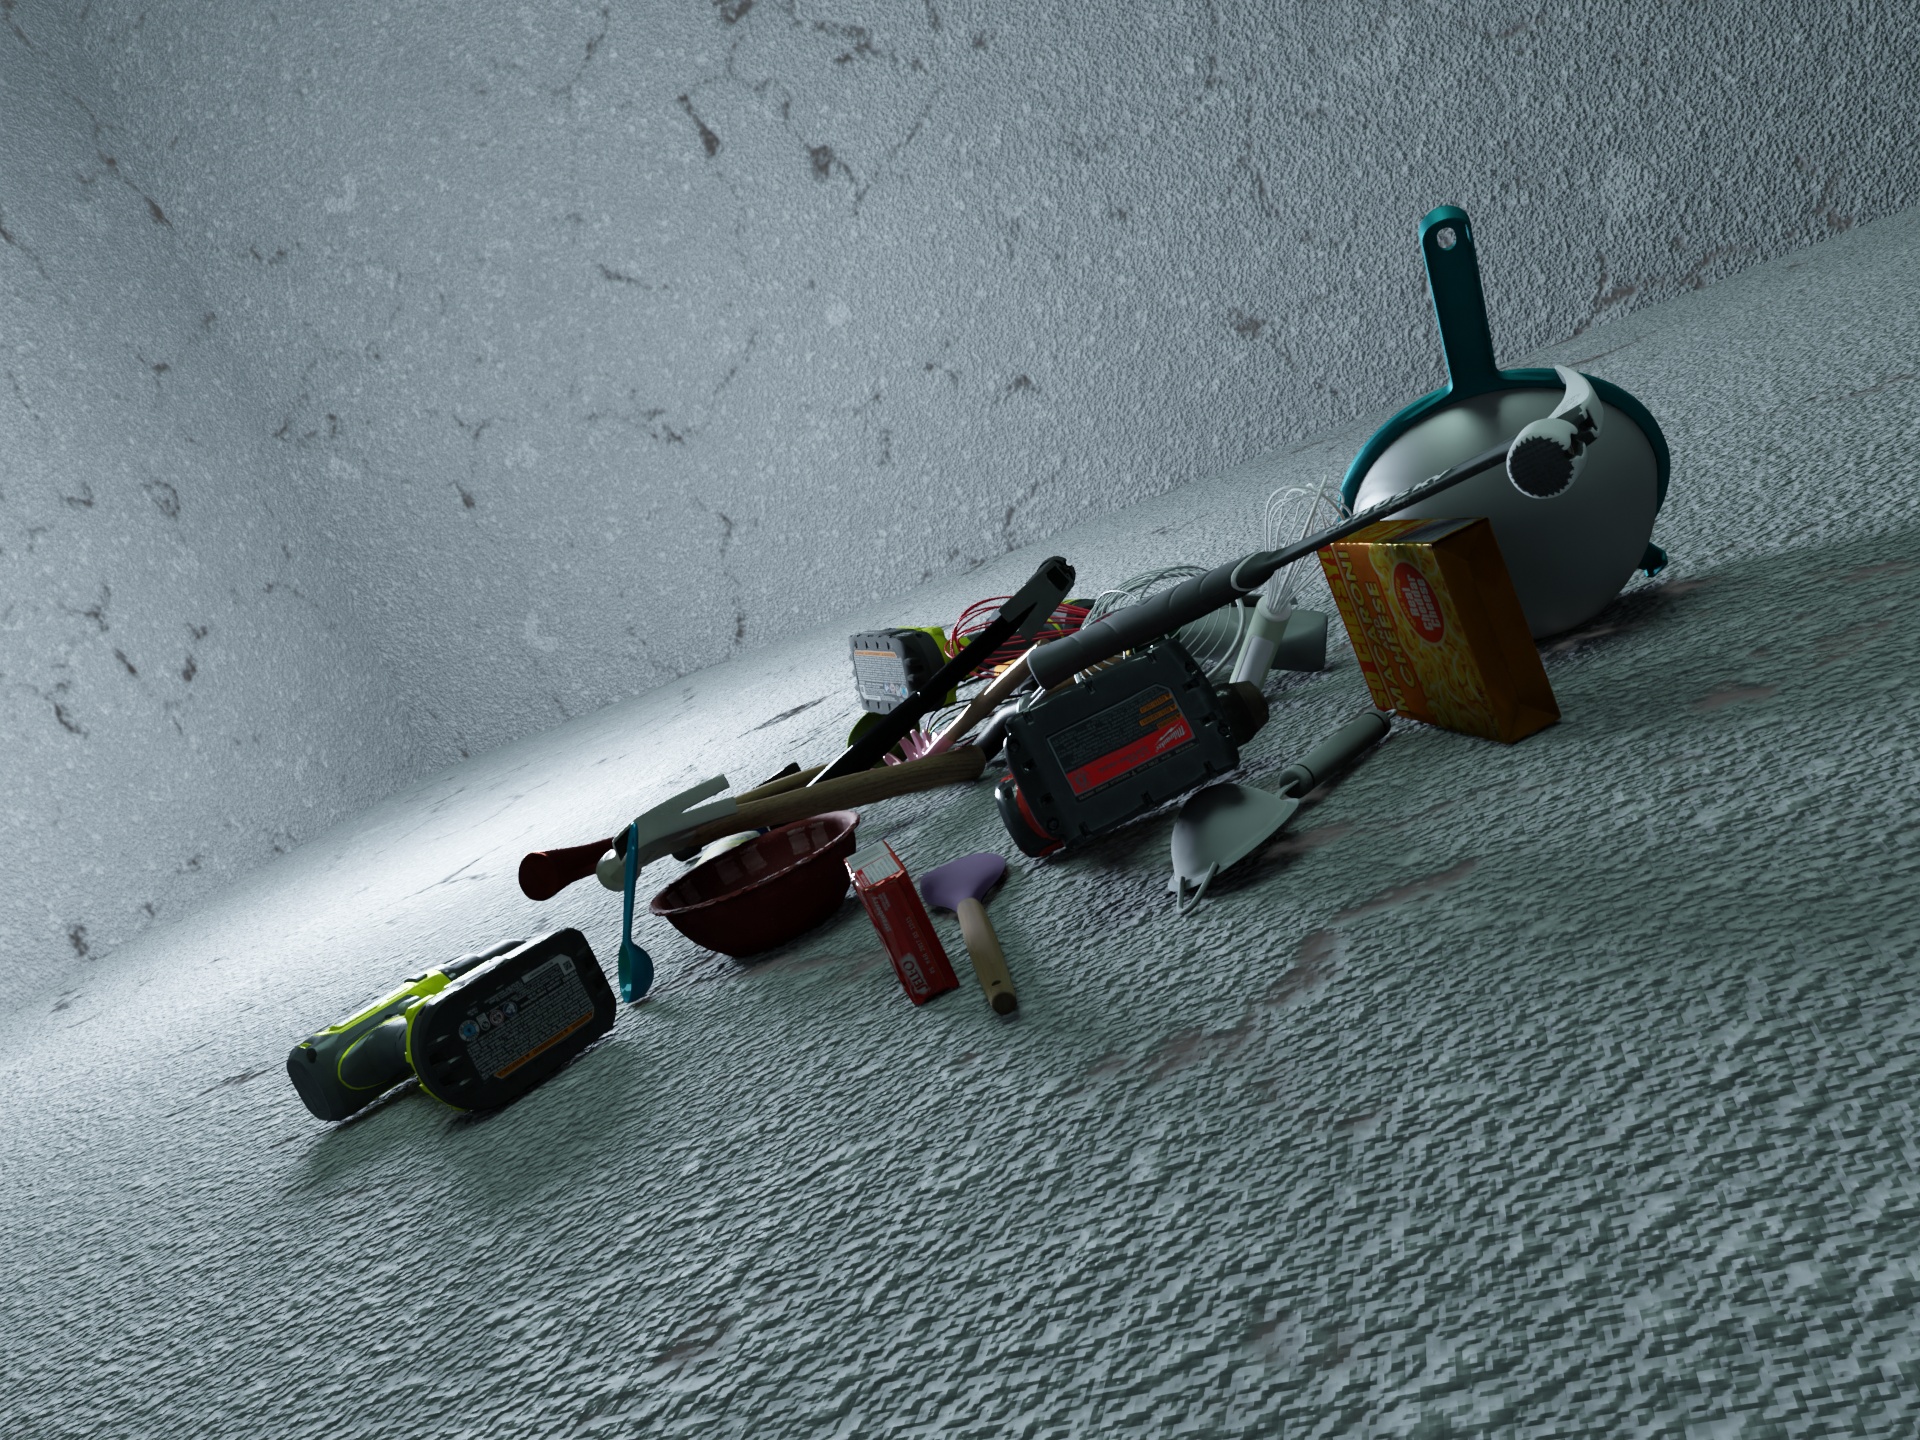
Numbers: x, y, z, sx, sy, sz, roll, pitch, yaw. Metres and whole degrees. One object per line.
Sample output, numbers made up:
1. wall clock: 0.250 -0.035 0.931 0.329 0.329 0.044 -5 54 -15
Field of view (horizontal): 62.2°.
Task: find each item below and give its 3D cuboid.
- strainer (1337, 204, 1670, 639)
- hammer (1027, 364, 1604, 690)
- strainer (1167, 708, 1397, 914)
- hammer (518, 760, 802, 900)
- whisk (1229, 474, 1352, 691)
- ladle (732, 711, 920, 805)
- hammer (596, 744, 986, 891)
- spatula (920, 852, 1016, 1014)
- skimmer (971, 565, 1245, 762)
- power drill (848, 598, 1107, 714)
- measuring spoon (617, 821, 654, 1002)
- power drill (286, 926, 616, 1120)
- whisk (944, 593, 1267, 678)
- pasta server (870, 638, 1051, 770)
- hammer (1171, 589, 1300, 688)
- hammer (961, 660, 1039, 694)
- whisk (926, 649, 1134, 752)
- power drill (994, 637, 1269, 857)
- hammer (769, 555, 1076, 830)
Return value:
1. strainer: 0.331 -0.154 0.983 0.211 0.340 0.095 -13 48 19
2. hammer: 0.194 -0.101 0.963 0.409 0.036 0.149 -25 13 41
3. strainer: 0.188 0.037 0.919 0.258 0.050 0.087 -27 -4 -43
4. hammer: -0.251 0.097 1.330 0.149 0.037 0.359 -30 -4 15
5. whisk: 0.223 -0.084 1.120 0.246 0.058 0.059 96 -163 -57
6. ladle: -0.137 0.040 1.435 0.078 0.062 0.320 -11 5 32
7. hammer: -0.113 0.061 1.240 0.331 0.031 0.130 -13 -19 -37
8. spatula: 0.010 0.117 0.940 0.060 0.018 0.316 -22 9 -1
9. skimmer: 0.097 -0.016 1.228 0.127 0.090 0.363 -61 6 -26
10. power drill: 0.011 -0.070 1.540 0.223 0.080 0.171 -17 13 -31
11. measuring spoon: -0.220 0.132 1.095 0.021 0.128 0.042 0 12 -25
12. power drill: -0.337 0.202 1.097 0.228 0.080 0.190 -16 12 48
13. whisk: 0.124 -0.081 1.353 0.296 0.073 0.073 -5 16 21
14. pasta server: -0.002 -0.004 1.314 0.060 0.040 0.316 -46 2 -31
15. hammer: 0.179 -0.029 1.289 0.144 0.035 0.405 -18 11 26
16. hammer: 0.060 -0.056 1.706 0.127 0.034 0.337 -25 10 -6
17. whisk: 0.058 -0.010 1.383 0.245 0.051 0.047 -23 30 38
18. power drill: 0.110 0.016 0.958 0.188 0.080 0.226 -26 -8 -2
19. hammer: -0.039 -0.008 1.313 0.334 0.035 0.146 -41 4 20
